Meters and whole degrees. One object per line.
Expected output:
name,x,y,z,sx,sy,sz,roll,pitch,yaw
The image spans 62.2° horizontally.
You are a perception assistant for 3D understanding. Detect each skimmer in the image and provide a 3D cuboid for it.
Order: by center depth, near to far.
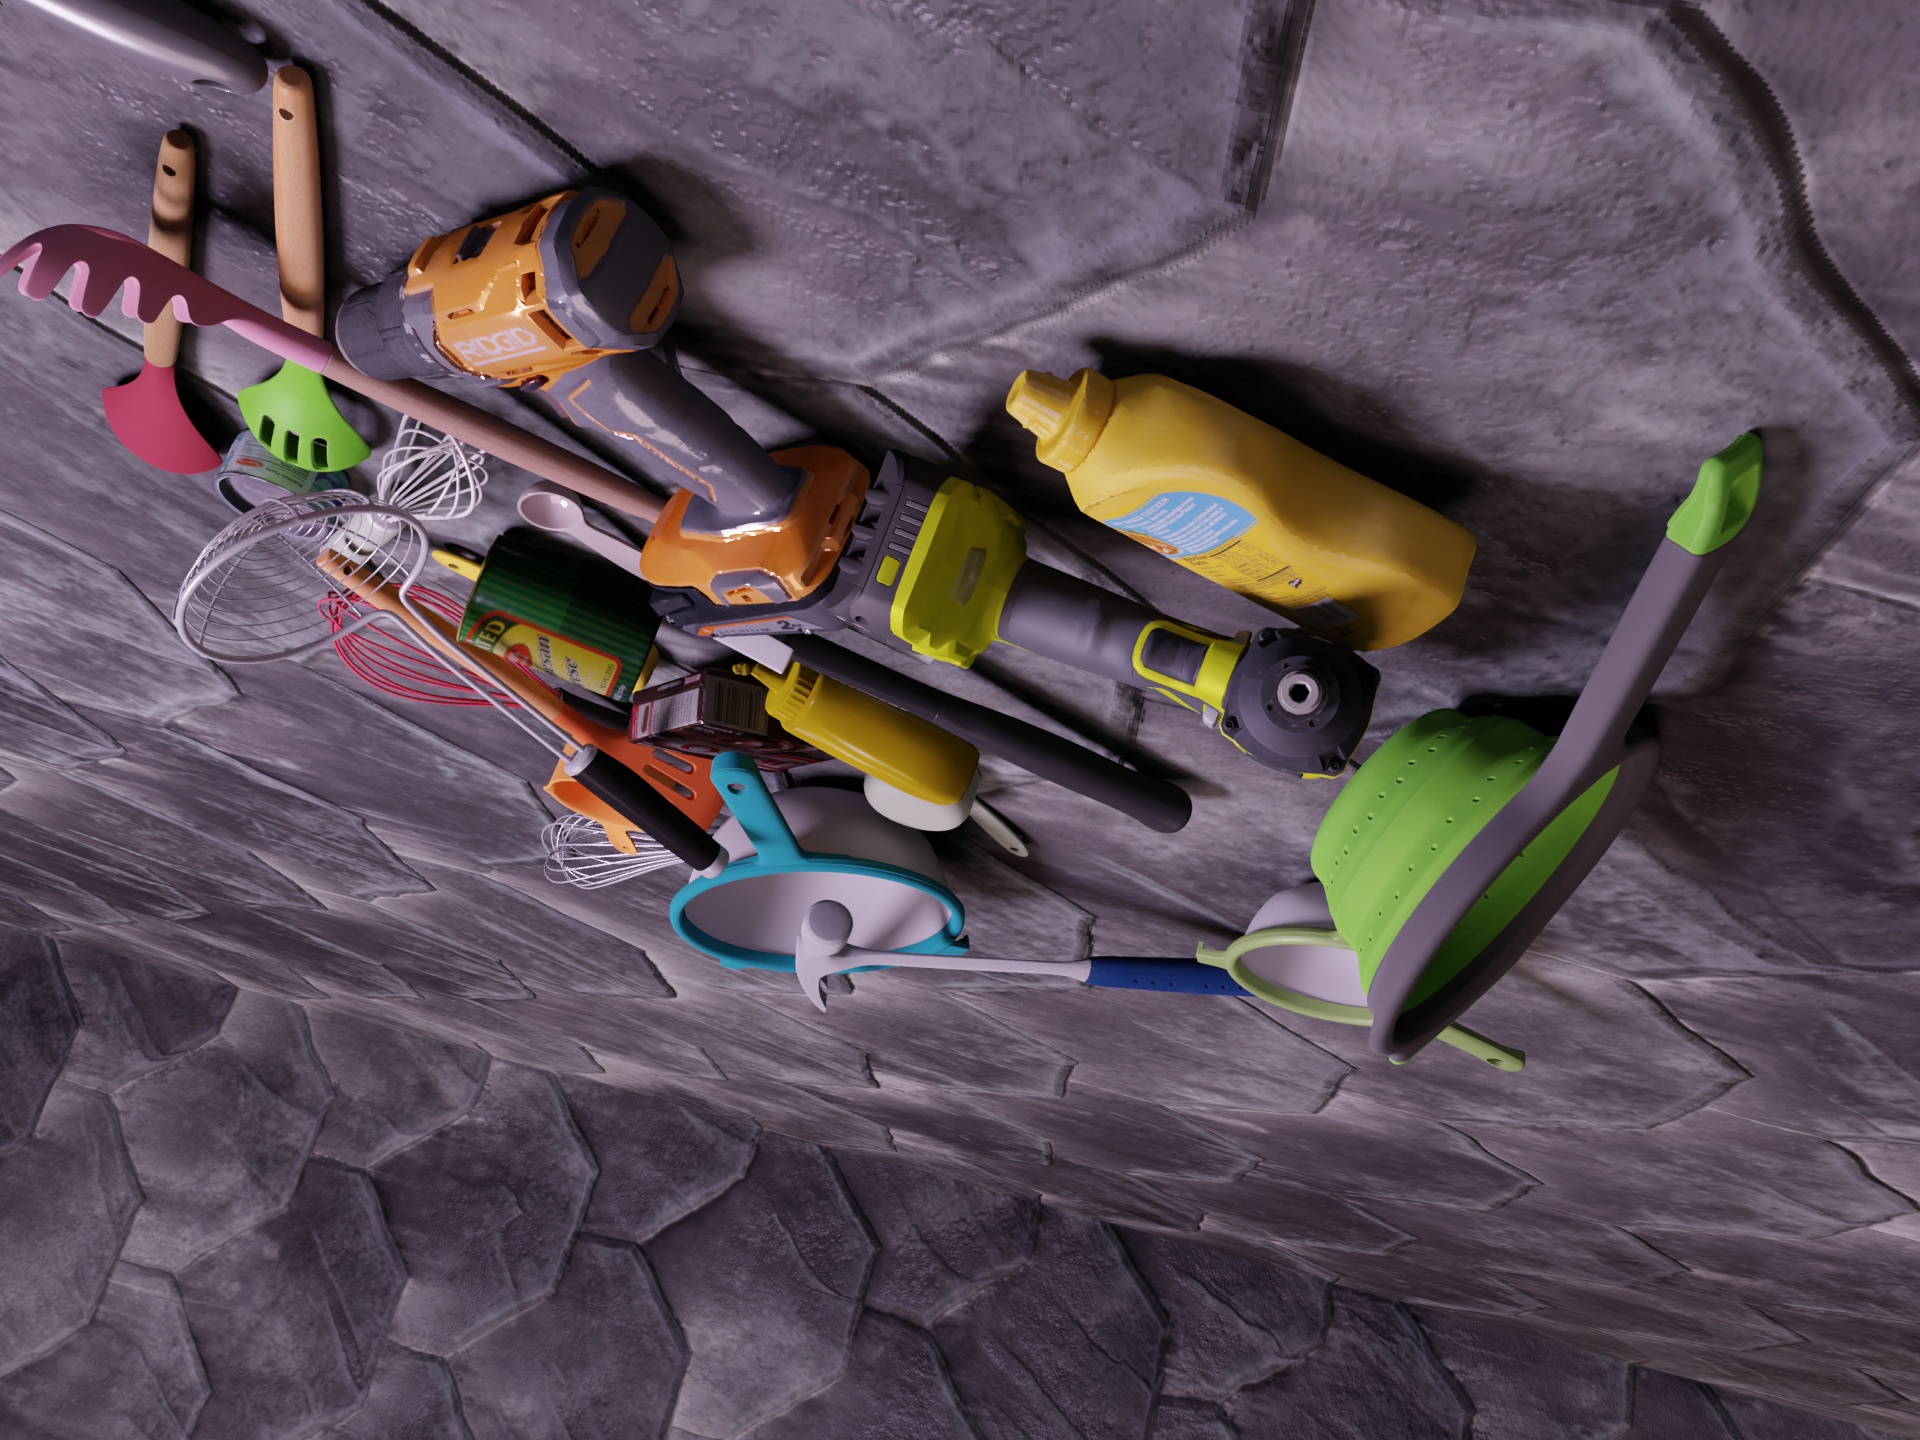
skimmer,-0.254,0.005,0.877,0.127,0.090,0.362,-36,126,13

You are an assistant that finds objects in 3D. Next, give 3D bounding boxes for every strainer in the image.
strainer,0.298,0.169,1.082,0.256,0.069,0.151,27,152,-25
strainer,-0.112,0.076,1.104,0.211,0.095,0.340,-5,150,8

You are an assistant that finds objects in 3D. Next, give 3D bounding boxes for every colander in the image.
colander,0.247,0.010,0.733,0.095,0.204,0.396,43,150,28

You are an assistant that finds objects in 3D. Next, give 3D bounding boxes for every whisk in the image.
whisk,-0.364,-0.280,0.553,0.238,0.055,0.055,20,156,-20
whisk,-0.316,-0.119,0.883,0.246,0.058,0.059,-14,108,54
whisk,-0.290,-0.019,1.068,0.295,0.073,0.073,27,155,-38
whisk,-0.234,0.106,1.310,0.285,0.070,0.070,-4,150,30

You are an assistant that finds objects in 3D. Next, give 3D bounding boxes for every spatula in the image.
spatula,-0.271,-0.017,1.015,0.041,0.081,0.322,19,165,44

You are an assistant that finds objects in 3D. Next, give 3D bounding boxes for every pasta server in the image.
pasta server,-0.271,-0.149,0.739,0.316,0.040,0.060,23,-179,-36

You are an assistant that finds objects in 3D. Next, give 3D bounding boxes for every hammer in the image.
hammer,-0.001,-0.003,0.899,0.334,0.035,0.146,24,180,-27
hammer,0.080,0.184,1.170,0.405,0.035,0.144,5,151,-10

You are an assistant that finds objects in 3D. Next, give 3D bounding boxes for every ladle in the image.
ladle,-0.391,-0.193,0.784,0.069,0.031,0.315,30,152,-16

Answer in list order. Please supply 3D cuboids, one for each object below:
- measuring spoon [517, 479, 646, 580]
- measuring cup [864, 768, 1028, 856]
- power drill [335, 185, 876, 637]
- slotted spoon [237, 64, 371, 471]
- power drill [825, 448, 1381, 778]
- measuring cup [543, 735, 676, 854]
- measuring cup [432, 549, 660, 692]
measuring spoon,-0.190,-0.101,0.876,0.034,0.018,0.124,-18,148,33
measuring cup,-0.003,0.068,1.089,0.083,0.038,0.167,-3,148,37
power drill,-0.156,-0.129,0.711,0.185,0.084,0.226,0,148,38
slotted spoon,-0.305,-0.190,0.733,0.070,0.031,0.313,22,154,-13
power drill,0.066,-0.037,0.676,0.223,0.080,0.171,22,-178,12
measuring cup,-0.257,0.057,1.215,0.095,0.052,0.173,15,158,2
measuring cup,-0.259,-0.059,0.984,0.156,0.029,0.062,29,154,-32
